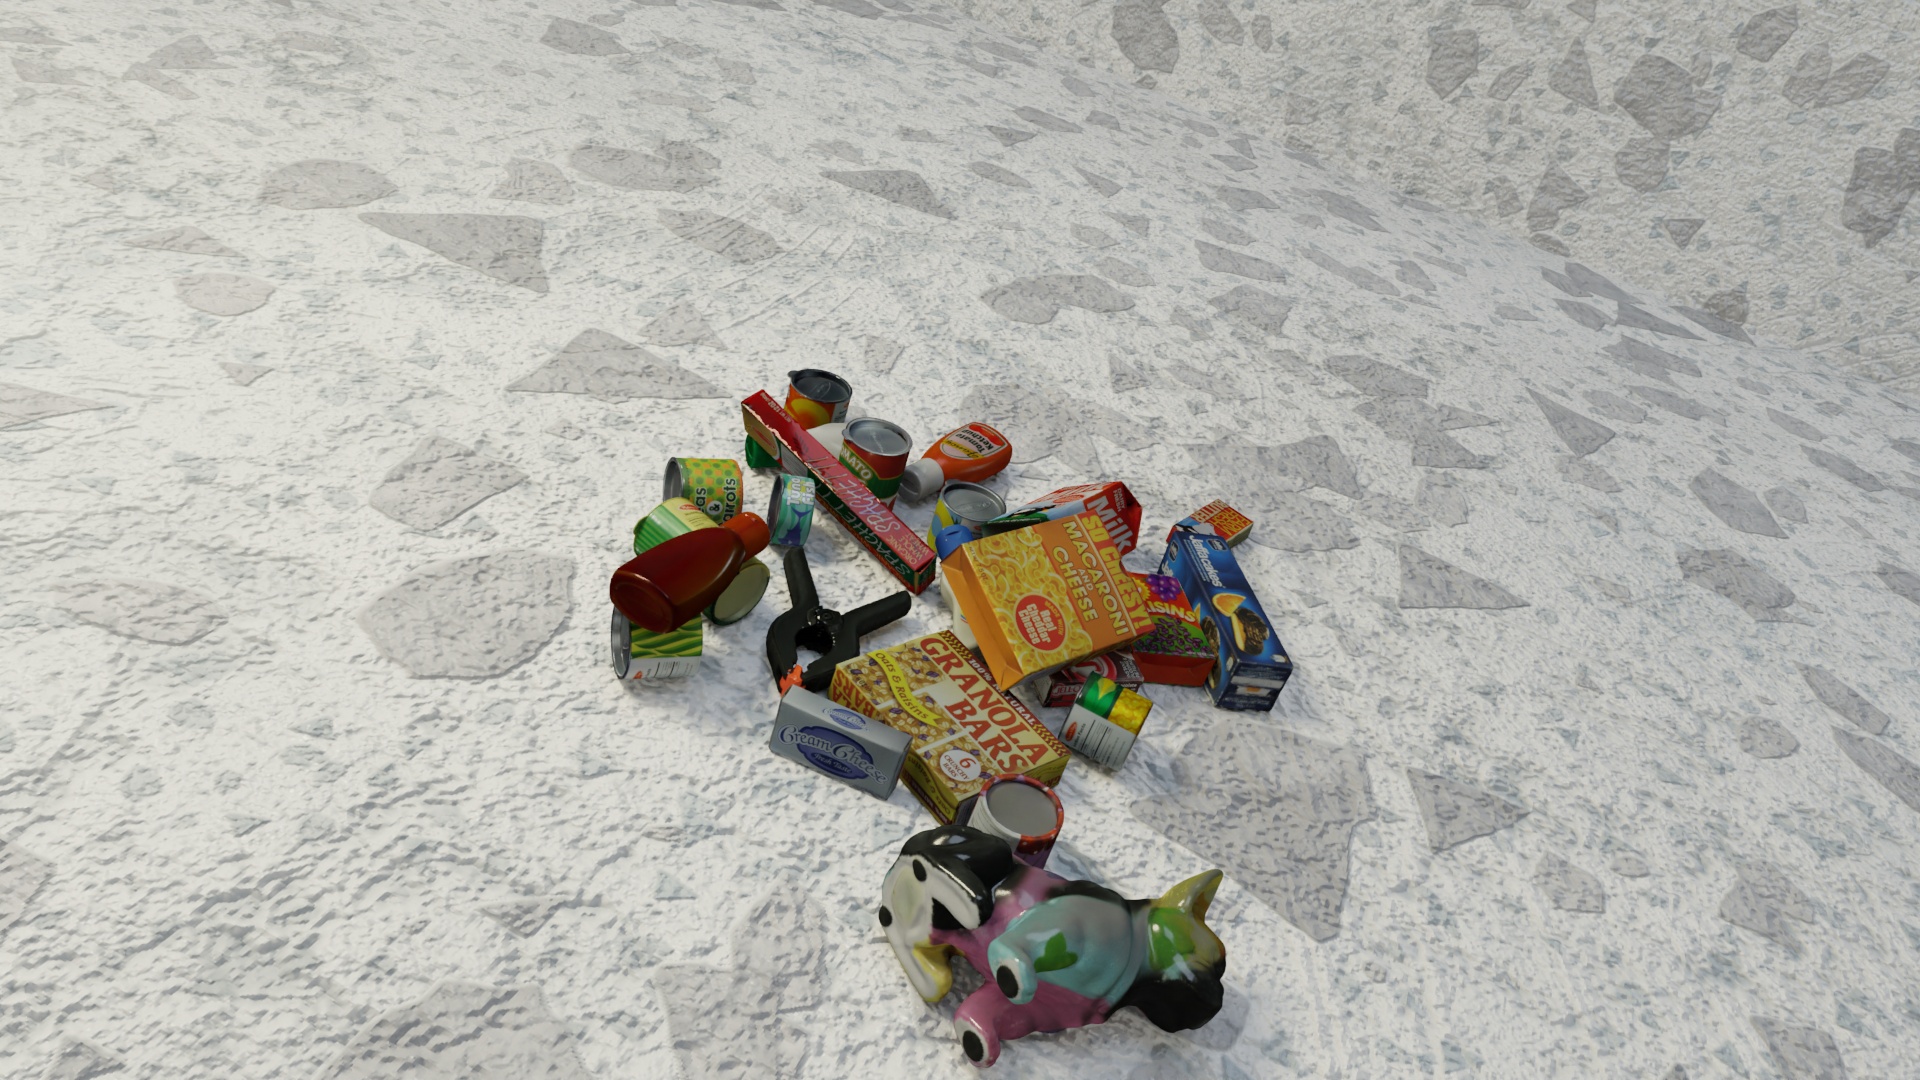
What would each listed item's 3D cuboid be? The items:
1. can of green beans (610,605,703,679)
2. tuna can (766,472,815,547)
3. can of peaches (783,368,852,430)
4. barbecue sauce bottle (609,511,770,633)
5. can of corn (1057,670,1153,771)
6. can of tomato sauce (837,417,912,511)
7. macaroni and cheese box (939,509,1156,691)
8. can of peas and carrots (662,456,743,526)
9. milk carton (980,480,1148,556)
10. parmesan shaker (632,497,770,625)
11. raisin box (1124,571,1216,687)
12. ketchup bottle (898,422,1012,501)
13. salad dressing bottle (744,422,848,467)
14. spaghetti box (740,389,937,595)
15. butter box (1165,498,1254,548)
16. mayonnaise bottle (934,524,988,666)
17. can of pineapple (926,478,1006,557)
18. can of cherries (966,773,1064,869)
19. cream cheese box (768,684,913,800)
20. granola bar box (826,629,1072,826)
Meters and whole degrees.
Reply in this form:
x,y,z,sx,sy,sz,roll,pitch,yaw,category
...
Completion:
x,y,z,sx,sy,sz,roll,pitch,yaw,category
-0.239,0.075,1.092,0.058,0.071,0.071,0,37,-27,can of green beans
-0.156,-0.029,1.280,0.033,0.070,0.071,9,34,-16,tuna can
-0.153,-0.139,1.453,0.071,0.057,0.071,12,34,-8,can of peaches
-0.205,0.019,1.090,0.065,0.043,0.149,29,33,15,barbecue sauce bottle
0.122,0.149,1.160,0.058,0.070,0.071,27,34,11,can of corn
-0.090,-0.068,1.357,0.071,0.082,0.071,13,33,-9,can of tomato sauce
0.079,0.048,1.196,0.167,0.040,0.124,-15,73,-40,macaroni and cheese box
-0.234,-0.042,1.264,0.059,0.070,0.071,0,37,-27,can of peas and carrots
0.108,-0.009,1.351,0.072,0.073,0.191,-5,13,39,milk carton
-0.222,0.018,1.182,0.103,0.071,0.071,37,37,25,parmesan shaker
0.178,0.081,1.313,0.086,0.039,0.124,6,34,-17,raisin box
-0.010,-0.079,1.449,0.065,0.043,0.149,34,37,21,ketchup bottle
-0.142,-0.092,1.405,0.148,0.043,0.064,-1,39,-25,salad dressing bottle
-0.115,-0.046,1.307,0.029,0.050,0.250,-39,70,-22,spaghetti box
0.271,-0.009,1.501,0.053,0.024,0.104,35,37,23,butter box
0.012,0.047,1.260,0.065,0.041,0.149,-17,46,-5,mayonnaise bottle
0.005,-0.017,1.352,0.071,0.057,0.071,13,33,-9,can of pineapple
0.039,0.215,1.033,0.071,0.058,0.072,13,34,-9,can of cherries
-0.092,0.155,1.061,0.104,0.053,0.024,23,31,6,cream cheese box
-0.010,0.148,1.124,0.124,0.038,0.166,-15,46,-40,granola bar box
